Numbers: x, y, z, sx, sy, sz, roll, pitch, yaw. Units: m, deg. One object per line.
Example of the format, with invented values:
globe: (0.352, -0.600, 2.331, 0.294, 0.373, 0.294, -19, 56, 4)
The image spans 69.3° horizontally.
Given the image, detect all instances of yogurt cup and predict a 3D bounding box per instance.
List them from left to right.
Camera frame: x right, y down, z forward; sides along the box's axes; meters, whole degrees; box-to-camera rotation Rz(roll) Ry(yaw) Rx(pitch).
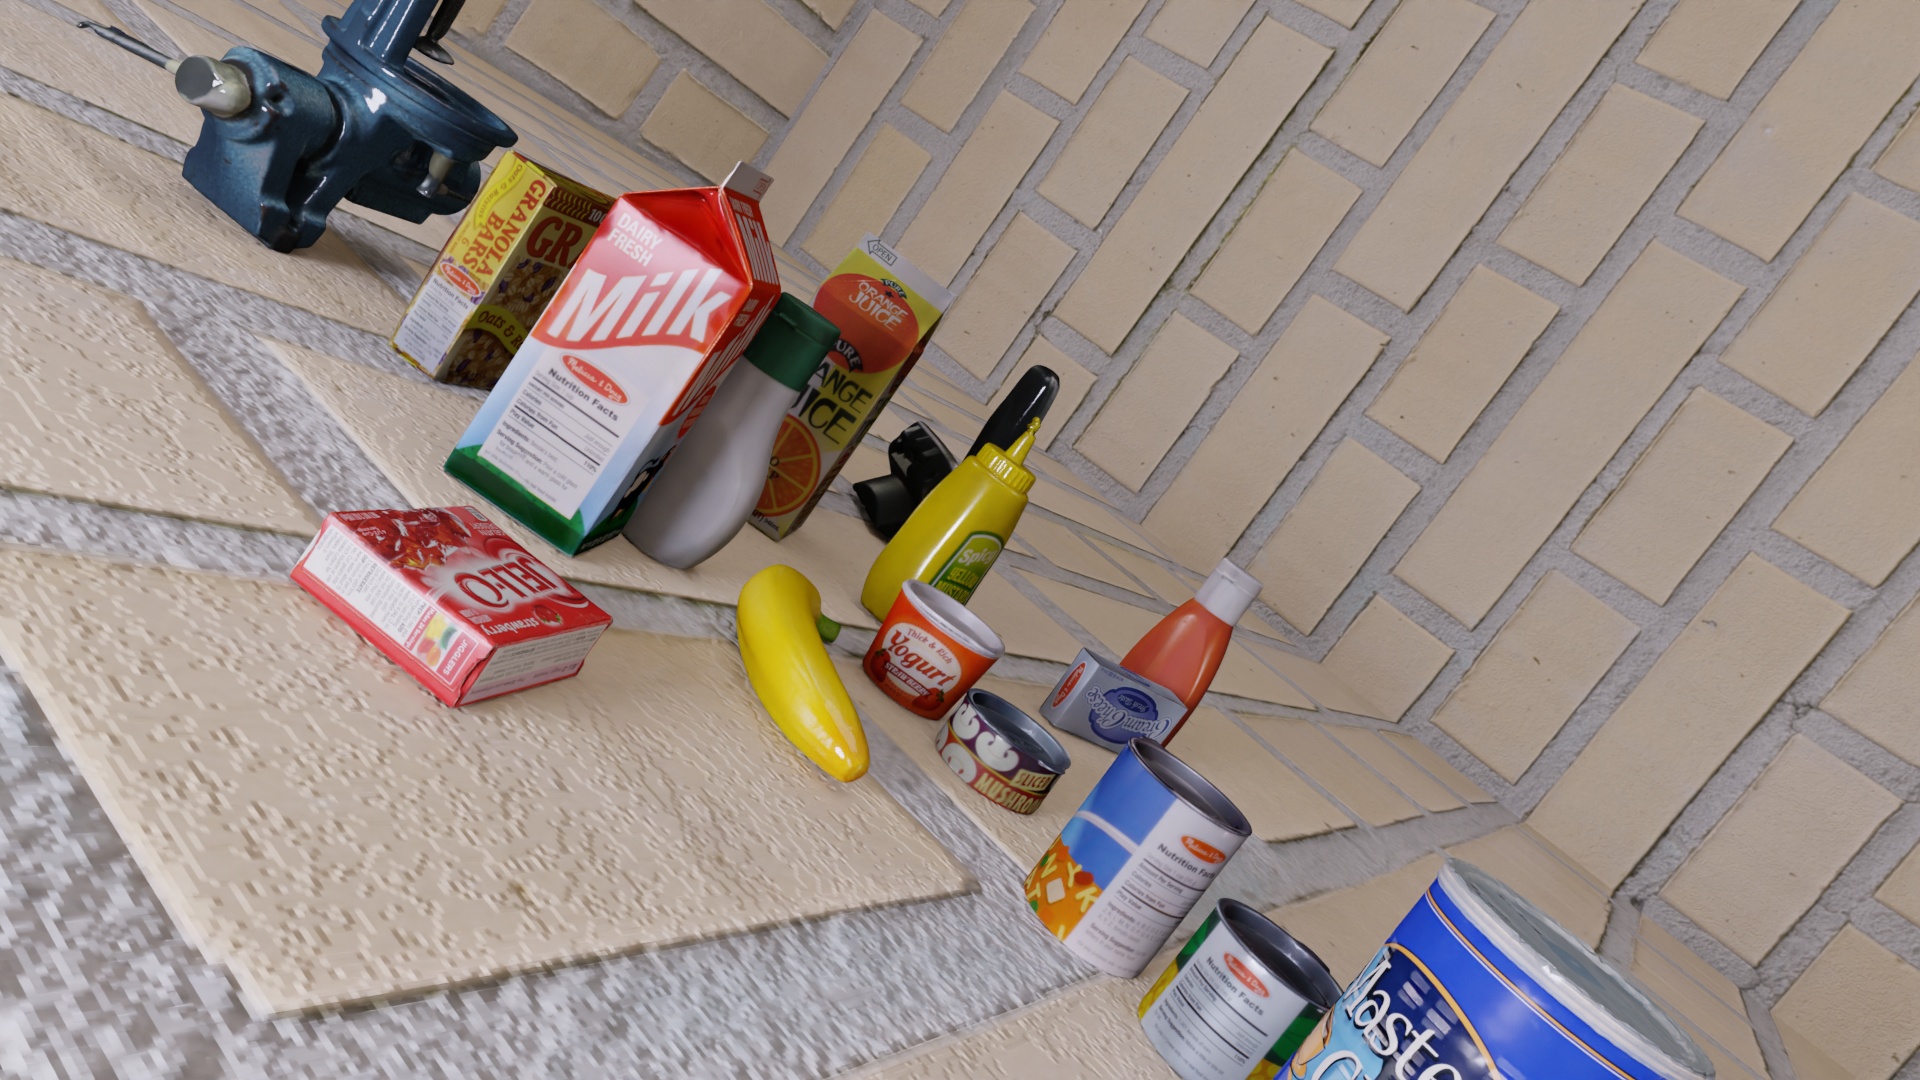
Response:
yogurt cup: (-0.017, 0.062, 0.765, 0.072, 0.054, 0.072, 35, 9, -6)

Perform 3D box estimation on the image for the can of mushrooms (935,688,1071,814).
can of mushrooms: (0.023, 0.111, 0.724, 0.071, 0.033, 0.071, 35, 9, -6)

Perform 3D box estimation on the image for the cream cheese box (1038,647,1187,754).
cream cheese box: (0.104, 0.114, 0.944, 0.103, 0.053, 0.024, 28, 12, -40)

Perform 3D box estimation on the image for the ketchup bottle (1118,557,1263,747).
ketchup bottle: (0.164, 0.082, 1.023, 0.065, 0.148, 0.043, 41, 10, 29)

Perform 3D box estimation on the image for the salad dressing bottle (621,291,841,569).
salad dressing bottle: (-0.116, -0.056, 0.708, 0.064, 0.147, 0.044, 38, 9, 15)

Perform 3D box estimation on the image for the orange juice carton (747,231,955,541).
orange juice carton: (-0.086, -0.100, 0.897, 0.072, 0.192, 0.073, 36, 9, -1)

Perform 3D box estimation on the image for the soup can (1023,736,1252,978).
soup can: (0.077, 0.139, 0.619, 0.071, 0.083, 0.071, 35, 9, -6)

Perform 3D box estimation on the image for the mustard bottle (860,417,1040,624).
mustard bottle: (0.003, -0.011, 0.872, 0.049, 0.160, 0.065, 41, 10, 34)

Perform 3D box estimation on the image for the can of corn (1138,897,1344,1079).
can of corn: (0.117, 0.193, 0.575, 0.071, 0.058, 0.071, 35, 9, -6)

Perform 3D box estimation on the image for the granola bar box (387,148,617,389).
granola bar box: (-0.235, -0.144, 0.799, 0.039, 0.124, 0.166, 37, 9, 11)

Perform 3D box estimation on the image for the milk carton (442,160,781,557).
milk carton: (-0.147, -0.092, 0.644, 0.073, 0.190, 0.072, 35, 9, -2)
